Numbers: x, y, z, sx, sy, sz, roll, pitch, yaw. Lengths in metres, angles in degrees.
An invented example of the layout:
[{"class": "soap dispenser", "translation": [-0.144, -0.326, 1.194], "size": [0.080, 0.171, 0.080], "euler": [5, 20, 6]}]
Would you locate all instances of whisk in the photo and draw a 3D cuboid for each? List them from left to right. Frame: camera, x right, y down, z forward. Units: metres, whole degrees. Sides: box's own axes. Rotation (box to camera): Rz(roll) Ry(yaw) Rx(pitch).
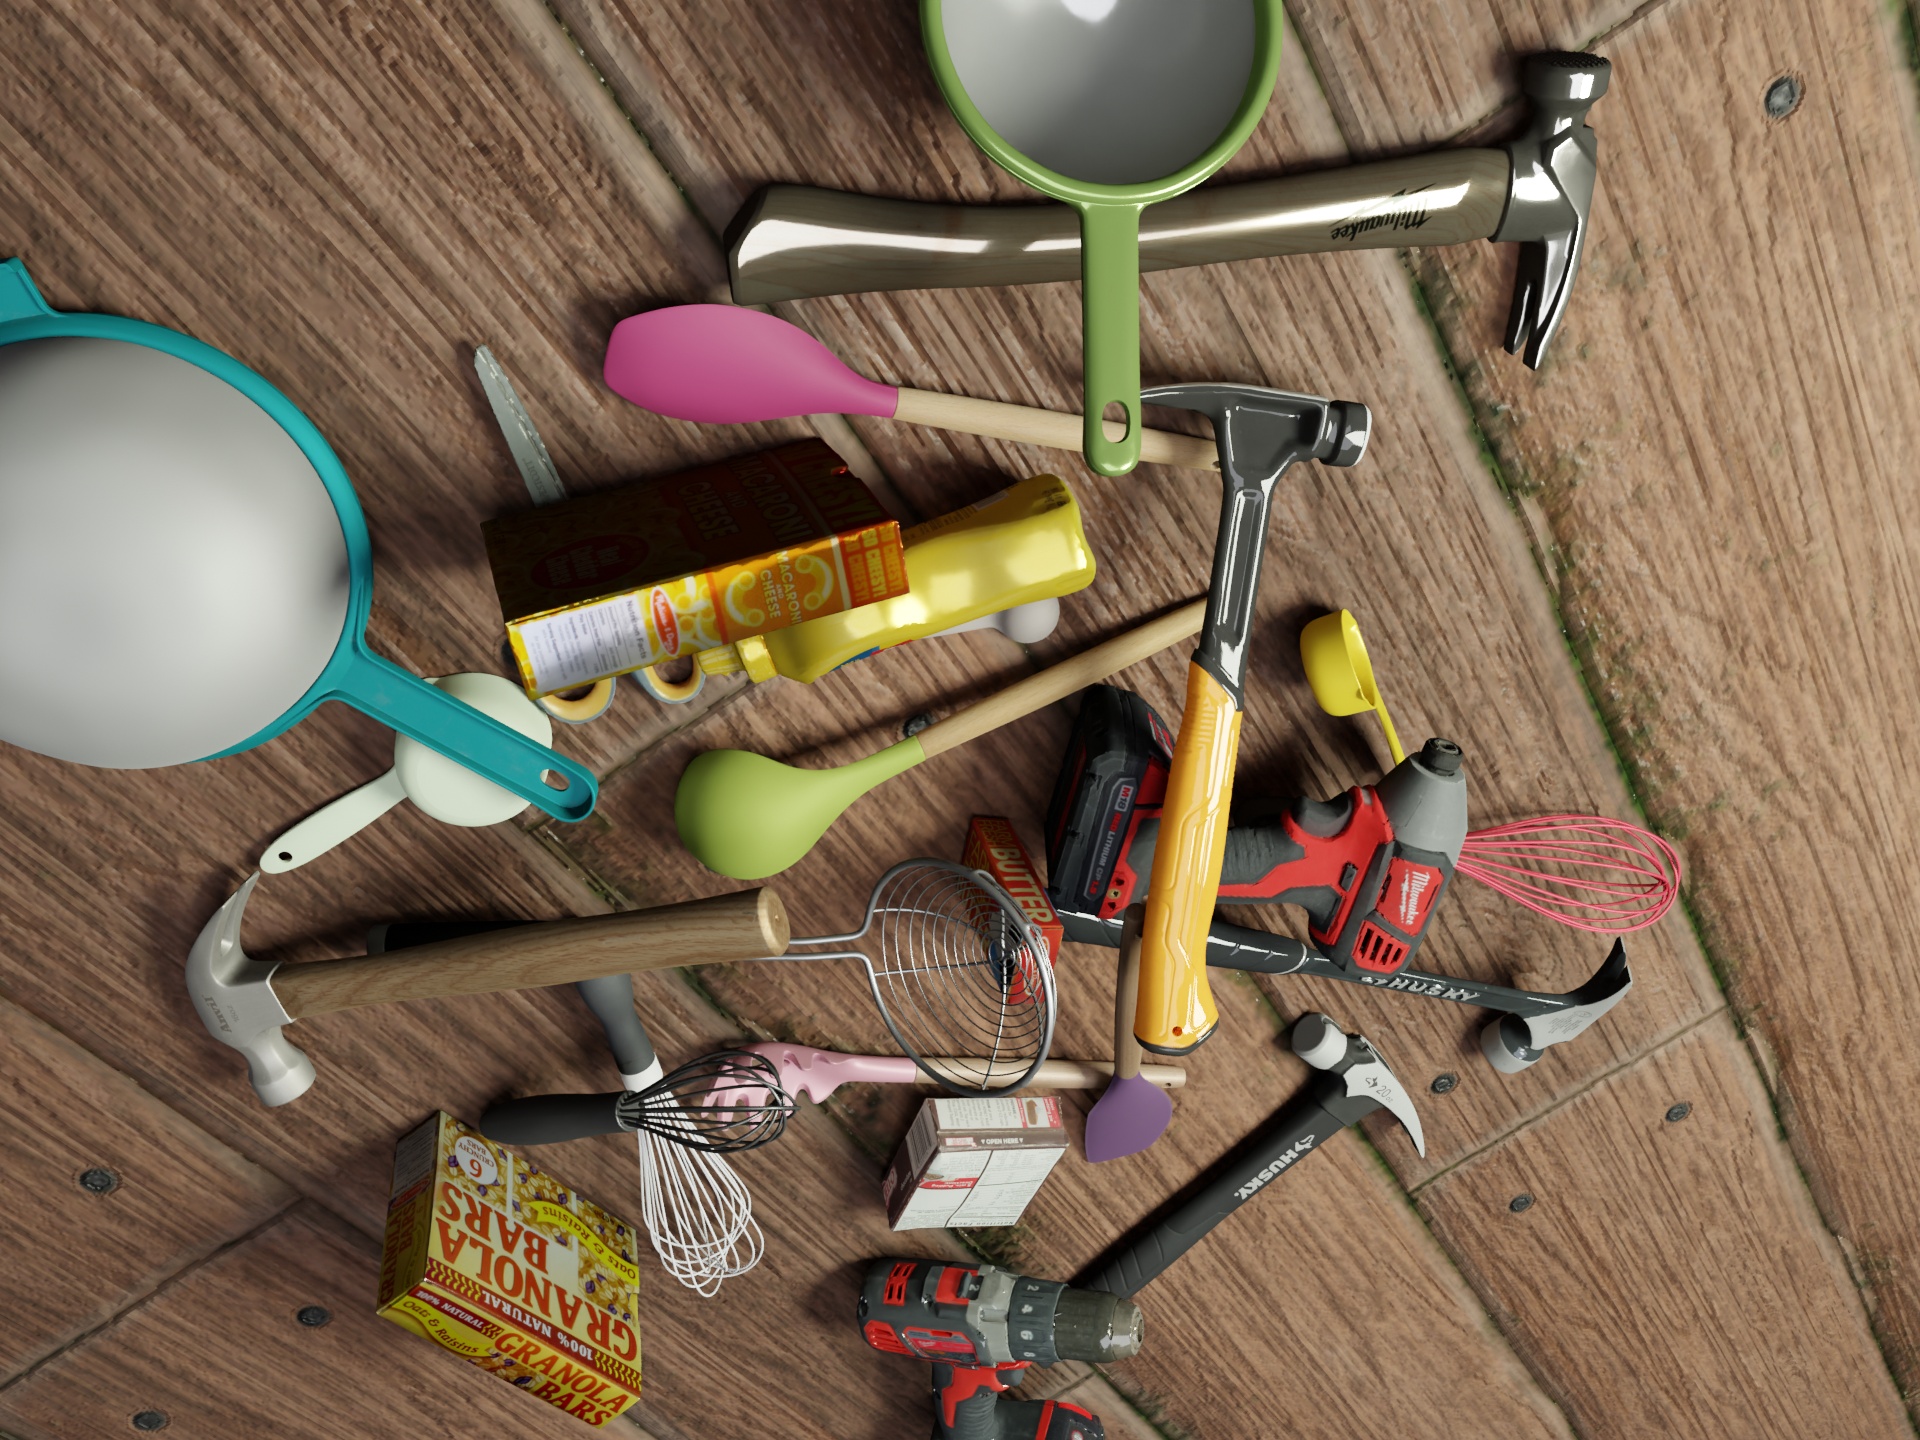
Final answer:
[{"class": "whisk", "translation": [-0.184, 0.215, 0.870], "size": [0.239, 0.055, 0.055], "euler": [-14, 130, 33]}, {"class": "whisk", "translation": [-0.177, 0.230, 0.935], "size": [0.070, 0.070, 0.284], "euler": [-16, 119, -5]}, {"class": "whisk", "translation": [0.304, 0.079, 0.963], "size": [0.295, 0.073, 0.073], "euler": [9, 118, -12]}]

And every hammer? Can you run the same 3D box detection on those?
[{"class": "hammer", "translation": [-0.243, 0.120, 0.797], "size": [0.331, 0.031, 0.130], "euler": [-10, 118, 16]}, {"class": "hammer", "translation": [0.098, -0.218, 0.738], "size": [0.410, 0.038, 0.146], "euler": [-8, 124, -9]}, {"class": "hammer", "translation": [0.117, 0.003, 0.790], "size": [0.127, 0.034, 0.337], "euler": [5, 99, -11]}, {"class": "hammer", "translation": [0.171, 0.342, 1.101], "size": [0.334, 0.035, 0.146], "euler": [-44, 120, 14]}, {"class": "hammer", "translation": [0.218, 0.147, 0.972], "size": [0.408, 0.036, 0.149], "euler": [12, 144, -16]}]

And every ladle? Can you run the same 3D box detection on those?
[{"class": "ladle", "translation": [-0.001, -0.003, 0.849], "size": [0.320, 0.062, 0.078], "euler": [-25, 121, -6]}]

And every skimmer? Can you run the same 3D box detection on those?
[{"class": "skimmer", "translation": [-0.133, 0.129, 0.812], "size": [0.363, 0.090, 0.127], "euler": [0, 108, 2]}]

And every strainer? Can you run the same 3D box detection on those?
[{"class": "strainer", "translation": [-0.314, -0.026, 0.689], "size": [0.340, 0.095, 0.211], "euler": [31, 108, -19]}, {"class": "strainer", "translation": [0.053, -0.230, 0.663], "size": [0.151, 0.069, 0.256], "euler": [-3, 96, -12]}]

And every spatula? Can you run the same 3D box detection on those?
[{"class": "spatula", "translation": [0.103, 0.197, 0.953], "size": [0.060, 0.018, 0.315], "euler": [-14, 142, -6]}]

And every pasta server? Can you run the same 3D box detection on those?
[{"class": "pasta server", "translation": [-0.003, 0.223, 0.982], "size": [0.316, 0.040, 0.060], "euler": [6, 135, -19]}]

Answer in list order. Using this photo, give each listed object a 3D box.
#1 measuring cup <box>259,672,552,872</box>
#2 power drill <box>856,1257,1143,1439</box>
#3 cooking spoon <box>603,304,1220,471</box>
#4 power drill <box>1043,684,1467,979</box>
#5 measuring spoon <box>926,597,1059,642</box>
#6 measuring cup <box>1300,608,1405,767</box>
[{"class": "measuring cup", "translation": [-0.282, 0.041, 0.797], "size": [0.167, 0.038, 0.083], "euler": [-31, 123, 3]}, {"class": "power drill", "translation": [0.043, 0.452, 1.077], "size": [0.188, 0.080, 0.226], "euler": [-2, 124, 20]}, {"class": "cooking spoon", "translation": [-0.008, -0.148, 0.758], "size": [0.318, 0.017, 0.068], "euler": [5, 140, -20]}, {"class": "power drill", "translation": [0.165, 0.058, 0.871], "size": [0.219, 0.079, 0.143], "euler": [12, 118, -6]}, {"class": "measuring spoon", "translation": [-0.007, -0.049, 0.825], "size": [0.124, 0.018, 0.034], "euler": [-6, 122, -10]}, {"class": "measuring cup", "translation": [0.227, 0.003, 0.897], "size": [0.029, 0.062, 0.156], "euler": [-15, 130, 22]}]
